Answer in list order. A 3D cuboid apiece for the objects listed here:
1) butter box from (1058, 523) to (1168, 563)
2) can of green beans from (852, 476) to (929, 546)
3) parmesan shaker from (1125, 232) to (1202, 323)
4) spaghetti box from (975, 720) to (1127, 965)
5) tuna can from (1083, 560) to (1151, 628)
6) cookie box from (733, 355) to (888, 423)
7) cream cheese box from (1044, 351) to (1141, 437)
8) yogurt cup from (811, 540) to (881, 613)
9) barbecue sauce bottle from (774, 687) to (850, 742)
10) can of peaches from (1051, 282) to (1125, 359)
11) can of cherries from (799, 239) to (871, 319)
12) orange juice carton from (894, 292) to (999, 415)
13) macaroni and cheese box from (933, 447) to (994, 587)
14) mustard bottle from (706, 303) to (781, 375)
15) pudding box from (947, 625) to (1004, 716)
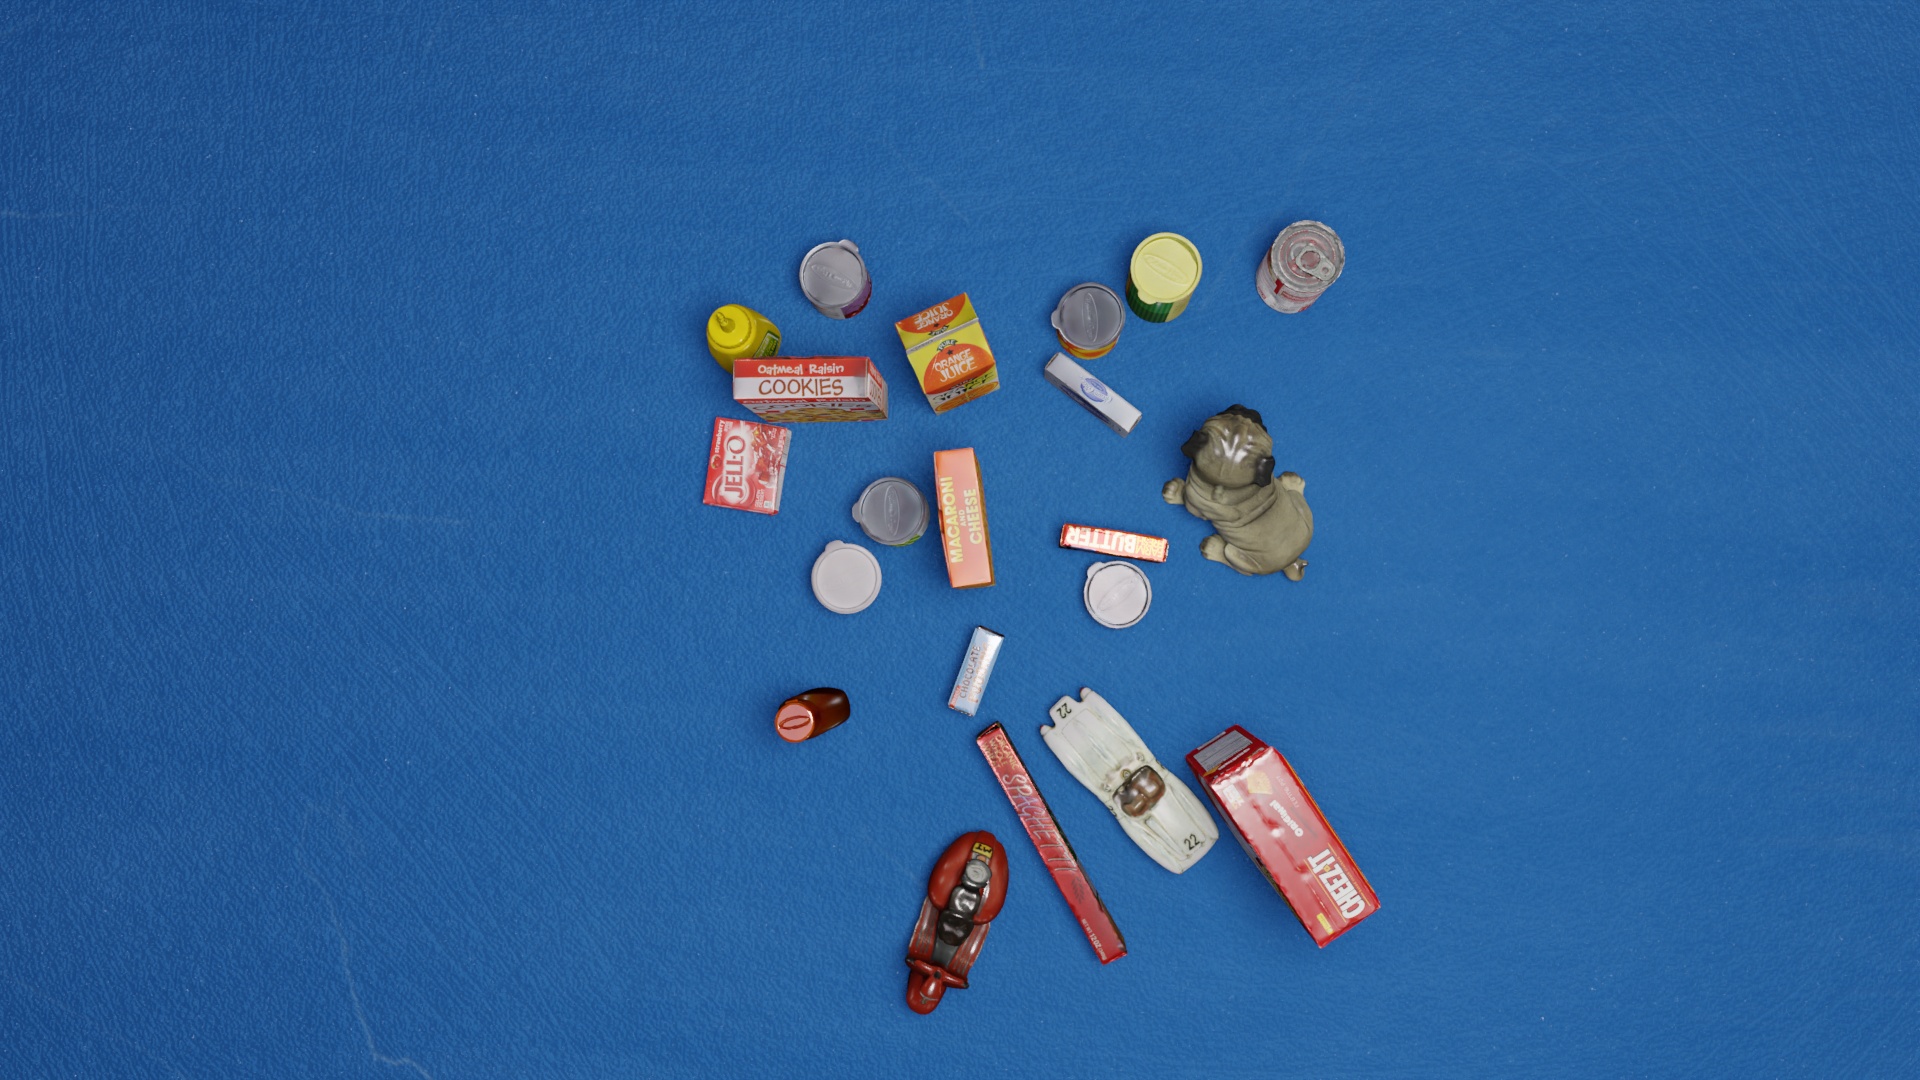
[{"bbox_3d":[0.149,0.003,1.355,0.103,0.053,0.024,9,88,3],"label":"butter box"},{"bbox_3d":[-0.065,-0.027,1.366,0.071,0.058,0.071,0,87,3],"label":"can of green beans"},{"bbox_3d":[0.193,-0.250,1.342,0.071,0.103,0.071,0,87,3],"label":"parmesan shaker"},{"bbox_3d":[0.087,0.289,1.343,0.029,0.050,0.250,-30,86,1],"label":"spaghetti box"},{"bbox_3d":[0.152,0.051,1.362,0.071,0.033,0.071,0,87,3],"label":"tuna can"},{"bbox_3d":[-0.138,-0.143,1.321,0.123,0.167,0.040,-1,87,3],"label":"cookie box"},{"bbox_3d":[0.130,-0.142,1.364,0.104,0.053,0.024,38,90,4],"label":"cream cheese box"},{"bbox_3d":[-0.109,0.038,1.366,0.072,0.054,0.072,0,87,3],"label":"yogurt cup"},{"bbox_3d":[-0.144,0.165,1.313,0.065,0.148,0.043,-13,87,3],"label":"barbecue sauce bottle"},{"bbox_3d":[0.125,-0.215,1.366,0.071,0.058,0.071,0,87,3],"label":"can of peaches"},{"bbox_3d":[-0.121,-0.259,1.382,0.071,0.058,0.071,0,87,3],"label":"can of cherries"},{"bbox_3d":[-0.011,-0.175,1.304,0.072,0.192,0.073,-23,86,2],"label":"orange juice carton"},{"bbox_3d":[0.005,-0.016,1.307,0.040,0.166,0.123,-8,87,3],"label":"macaroni and cheese box"},{"bbox_3d":[-0.212,-0.194,1.332,0.049,0.160,0.065,30,89,4],"label":"mustard bottle"},{"bbox_3d":[0.015,0.126,1.357,0.030,0.049,0.083,20,88,4],"label":"pudding box"}]
